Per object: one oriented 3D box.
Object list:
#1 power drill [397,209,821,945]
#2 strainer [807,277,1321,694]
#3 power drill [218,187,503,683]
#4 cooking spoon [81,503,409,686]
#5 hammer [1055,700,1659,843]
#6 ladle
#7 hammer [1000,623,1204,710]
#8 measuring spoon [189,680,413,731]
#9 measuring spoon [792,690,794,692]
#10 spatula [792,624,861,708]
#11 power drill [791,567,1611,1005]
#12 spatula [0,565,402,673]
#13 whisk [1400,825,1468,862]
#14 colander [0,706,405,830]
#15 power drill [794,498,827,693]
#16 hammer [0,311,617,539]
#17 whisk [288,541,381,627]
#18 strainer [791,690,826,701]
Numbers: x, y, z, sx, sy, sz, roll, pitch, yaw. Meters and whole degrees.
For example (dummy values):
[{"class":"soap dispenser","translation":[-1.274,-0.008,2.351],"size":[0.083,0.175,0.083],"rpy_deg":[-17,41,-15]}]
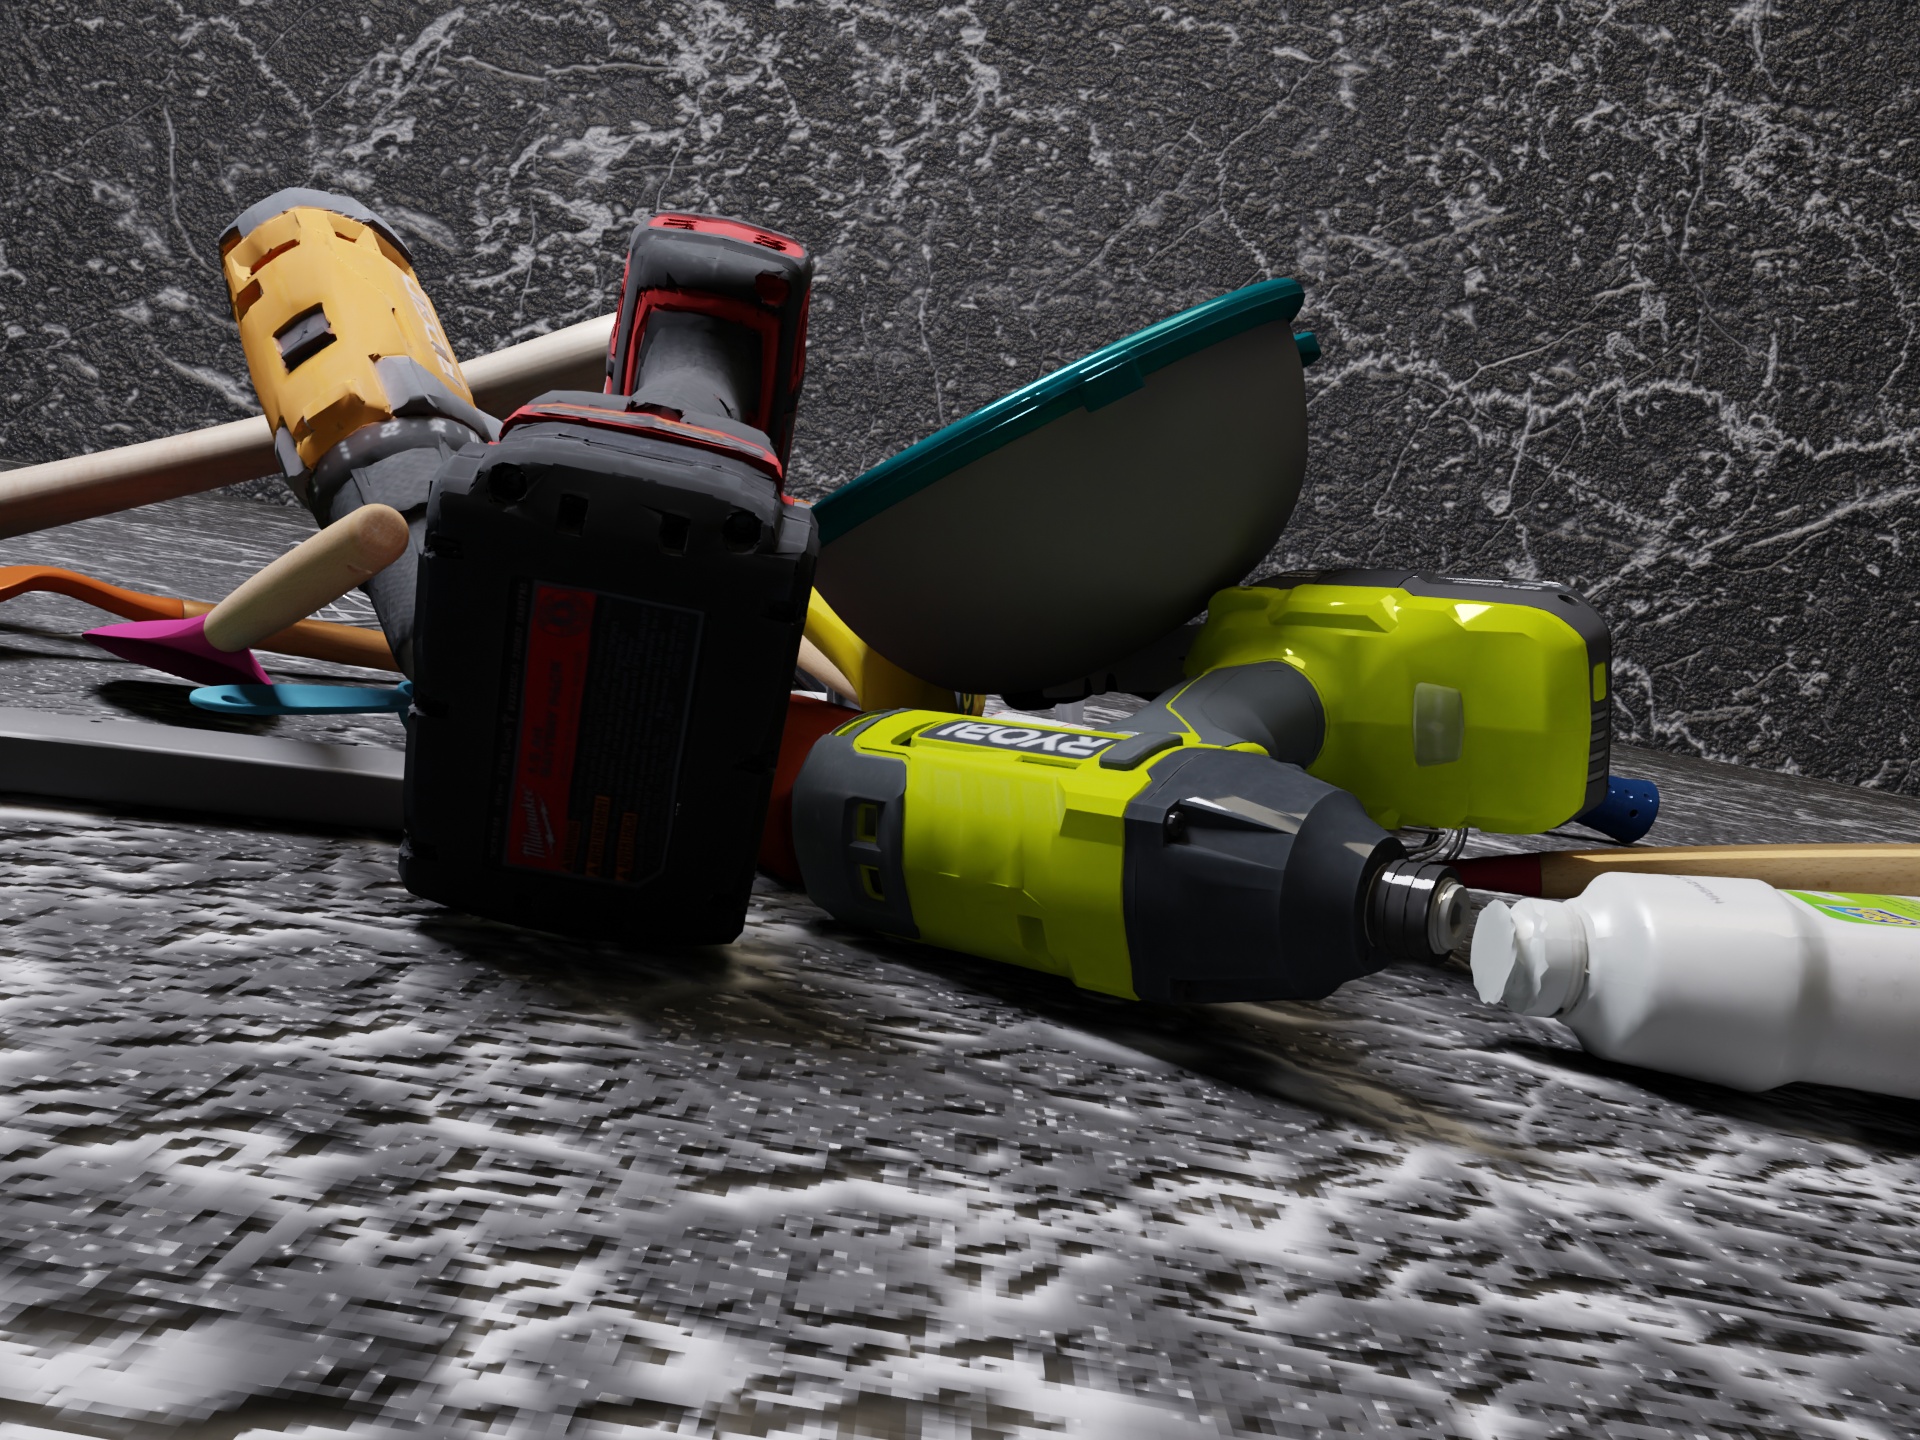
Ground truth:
[{"class":"power drill","translation":[-0.081,-0.044,0.430],"size":[0.078,0.143,0.220],"rpy_deg":[10,29,-8]},{"class":"strainer","translation":[0.079,-0.088,0.622],"size":[0.211,0.095,0.340],"rpy_deg":[-23,4,40]},{"class":"power drill","translation":[-0.156,-0.061,0.571],"size":[0.185,0.084,0.226],"rpy_deg":[61,6,24]},{"class":"cooking spoon","translation":[-0.222,-0.032,0.494],"size":[0.068,0.017,0.319],"rpy_deg":[22,-16,-31]},{"class":"hammer","translation":[0.243,0.006,0.955],"size":[0.405,0.144,0.035],"rpy_deg":[18,5,-16]},{"class":"ladle","translation":[0.209,0.047,0.499],"size":[0.315,0.031,0.069],"rpy_deg":[-2,4,15]},{"class":"hammer","translation":[0.158,0.009,0.759],"size":[0.127,0.034,0.336],"rpy_deg":[-1,-12,34]},{"class":"measuring spoon","translation":[-0.202,0.002,0.530],"size":[0.042,0.021,0.128],"rpy_deg":[23,10,25]},{"class":"measuring spoon","translation":[-0.126,-0.003,0.804],"size":[0.034,0.018,0.124],"rpy_deg":[10,12,26]},{"class":"spatula","translation":[-0.001,-0.002,0.677],"size":[0.082,0.044,0.318],"rpy_deg":[12,13,-45]},{"class":"power drill","translation":[0.089,0.015,0.442],"size":[0.171,0.080,0.223],"rpy_deg":[7,18,39]},{"class":"spatula","translation":[-0.317,-0.032,0.691],"size":[0.322,0.041,0.081],"rpy_deg":[10,3,-45]},{"class":"whisk","translation":[0.096,0.029,0.687],"size":[0.239,0.055,0.055],"rpy_deg":[7,4,23]},{"class":"colander","translation":[-0.275,-0.034,0.390],"size":[0.397,0.094,0.205],"rpy_deg":[8,6,-21]},{"class":"power drill","translation":[-0.109,-0.068,0.986],"size":[0.164,0.084,0.227],"rpy_deg":[46,-12,-26]},{"class":"hammer","translation":[-0.312,-0.115,0.688],"size":[0.410,0.038,0.146],"rpy_deg":[-12,4,5]},{"class":"whisk","translation":[-0.303,-0.058,0.882],"size":[0.246,0.059,0.058],"rpy_deg":[19,54,37]},{"class":"strainer","translation":[-0.083,-0.008,0.785],"size":[0.087,0.050,0.258],"rpy_deg":[27,7,18]}]
